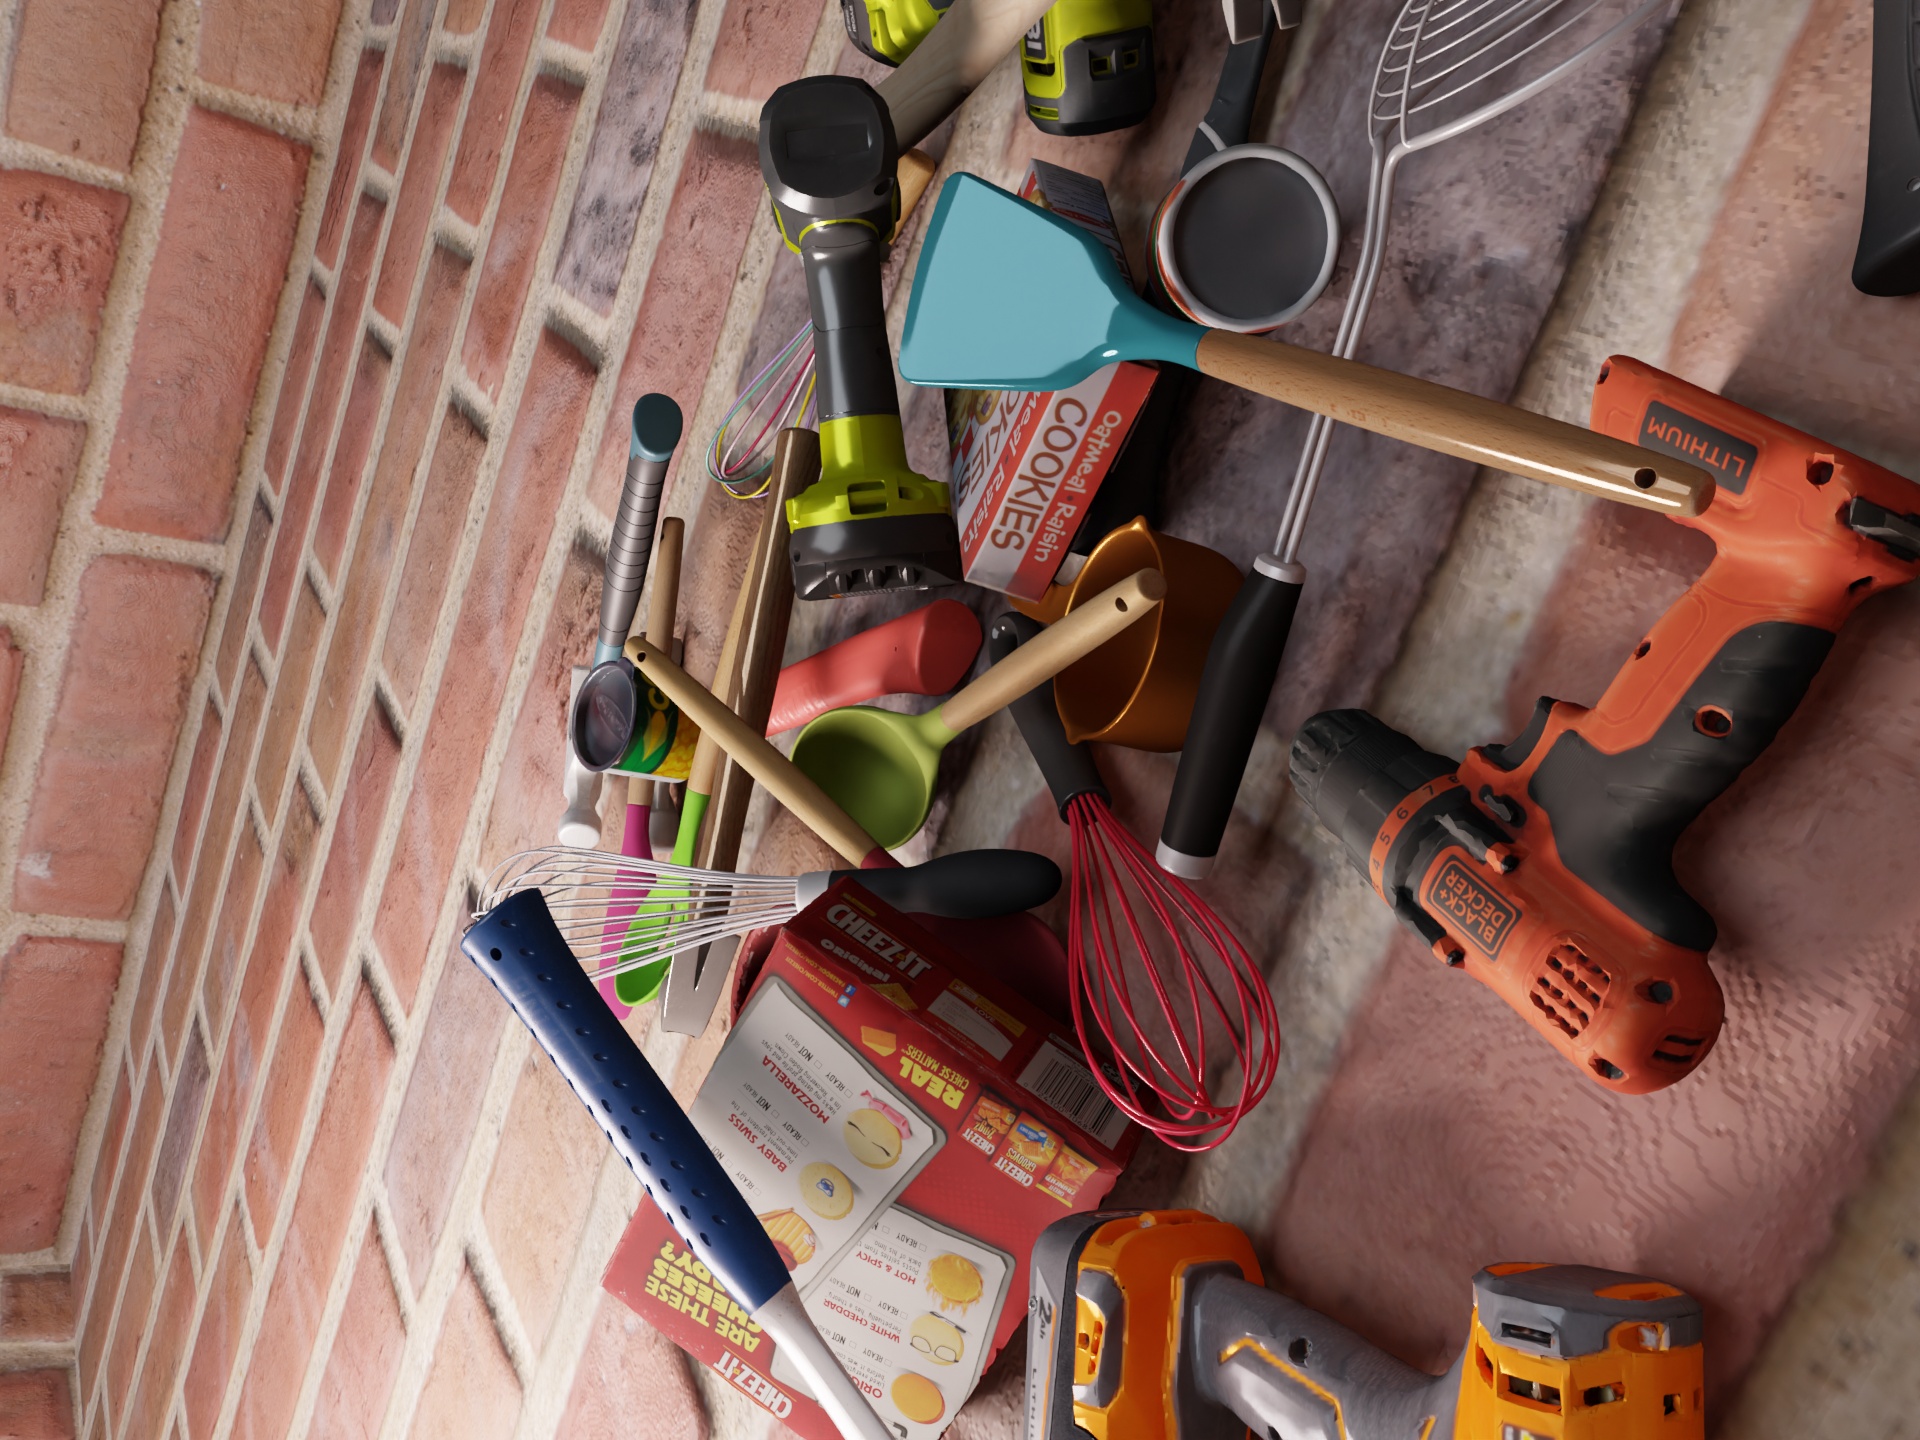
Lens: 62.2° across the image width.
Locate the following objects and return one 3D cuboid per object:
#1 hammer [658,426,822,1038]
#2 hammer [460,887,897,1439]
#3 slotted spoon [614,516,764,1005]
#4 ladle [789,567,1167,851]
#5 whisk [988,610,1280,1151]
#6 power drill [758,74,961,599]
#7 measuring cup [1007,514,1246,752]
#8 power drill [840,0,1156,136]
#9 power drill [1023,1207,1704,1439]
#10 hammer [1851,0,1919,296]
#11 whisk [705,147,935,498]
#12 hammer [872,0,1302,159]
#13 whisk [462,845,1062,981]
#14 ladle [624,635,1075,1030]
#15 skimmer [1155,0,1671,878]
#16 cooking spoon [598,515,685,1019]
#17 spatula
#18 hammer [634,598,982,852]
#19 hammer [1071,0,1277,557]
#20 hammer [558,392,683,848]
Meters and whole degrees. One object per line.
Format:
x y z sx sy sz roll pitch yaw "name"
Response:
-0.116 0.004 0.851 0.130 0.031 0.331 159 122 -78 "hammer"
-0.073 0.241 0.631 0.144 0.035 0.406 -45 77 28 "hammer"
-0.142 0.017 0.917 0.070 0.031 0.314 27 102 55 "slotted spoon"
-0.001 -0.002 0.694 0.078 0.062 0.320 54 153 -1 "ladle"
0.058 0.049 0.660 0.073 0.073 0.296 -57 34 30 "whisk"
-0.052 -0.177 0.784 0.190 0.080 0.228 -123 27 -86 "power drill"
0.068 -0.041 0.678 0.174 0.052 0.095 -139 64 -68 "measuring cup"
0.015 -0.387 0.769 0.223 0.080 0.171 42 146 52 "power drill"
0.120 0.244 0.500 0.226 0.084 0.164 -8 75 50 "power drill"
0.274 -0.285 0.452 0.146 0.035 0.335 -3 79 54 "hammer"
-0.088 -0.234 0.952 0.245 0.051 0.047 -54 37 28 "whisk"
0.009 -0.302 0.722 0.411 0.038 0.146 -5 109 67 "hammer"
-0.093 0.082 0.719 0.284 0.070 0.070 -6 73 14 "whisk"
-0.061 0.051 0.757 0.316 0.031 0.069 40 98 25 "ladle"
0.156 -0.104 0.549 0.127 0.090 0.363 -99 22 -70 "skimmer"
-0.200 0.028 1.006 0.069 0.017 0.319 -1 81 53 "cooking spoon"
0.093 -0.116 0.522 0.318 0.044 0.082 32 111 46 "spatula"
-0.107 -0.020 0.929 0.359 0.036 0.149 -19 66 52 "hammer"
0.113 -0.266 0.678 0.149 0.036 0.409 28 105 55 "hammer"
-0.227 -0.068 1.048 0.128 0.033 0.330 -100 24 -44 "hammer"
